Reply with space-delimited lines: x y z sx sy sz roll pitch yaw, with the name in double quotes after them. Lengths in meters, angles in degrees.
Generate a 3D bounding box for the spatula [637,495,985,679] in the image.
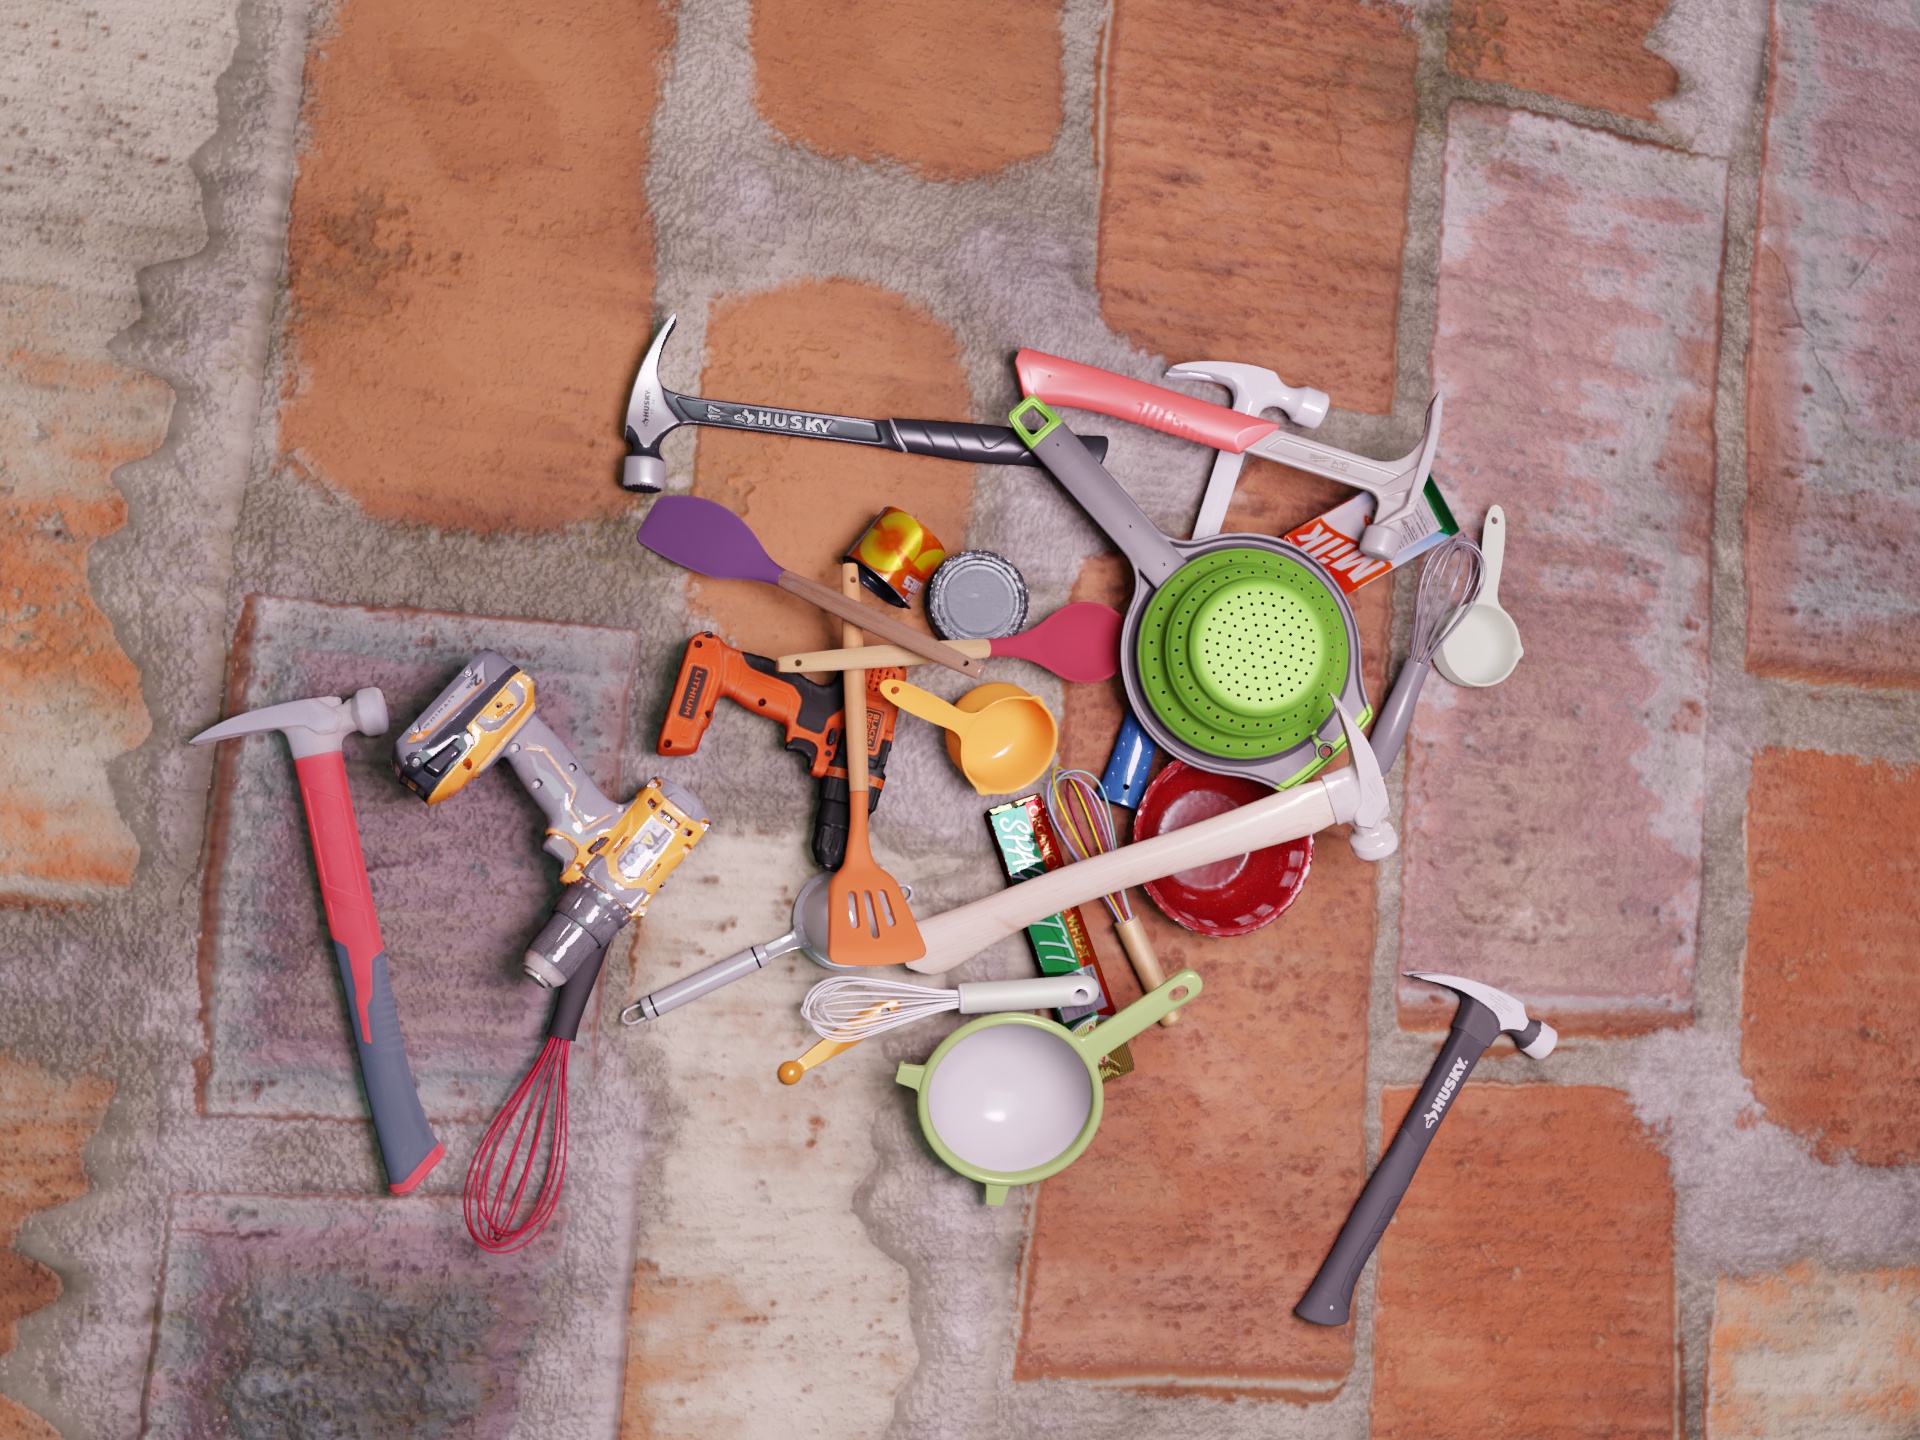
-0.120 -0.106 1.274 0.316 0.018 0.060 27 81 15 "spatula"

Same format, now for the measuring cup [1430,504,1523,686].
0.469 -0.111 1.442 0.083 0.038 0.168 11 82 -11 "measuring cup"

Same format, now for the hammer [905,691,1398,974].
0.140 0.109 1.283 0.410 0.038 0.146 -20 117 6 "hammer"

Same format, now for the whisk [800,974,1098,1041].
-0.008 0.229 1.303 0.246 0.059 0.057 -3 106 -7 "whisk"

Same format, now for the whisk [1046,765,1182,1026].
0.134 0.148 1.356 0.051 0.047 0.245 -26 96 -5 "whisk"

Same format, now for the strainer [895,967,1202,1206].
0.082 0.270 1.301 0.256 0.069 0.151 -34 103 4 "strainer"

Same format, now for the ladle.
-0.001 -0.056 1.297 0.315 0.031 0.069 -5 89 -26 "ladle"

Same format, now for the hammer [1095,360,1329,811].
0.194 -0.121 1.382 0.144 0.035 0.405 19 84 -4 "hammer"

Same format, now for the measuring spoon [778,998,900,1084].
-0.099 0.264 1.313 0.117 0.011 0.021 -31 93 -12 "measuring spoon"

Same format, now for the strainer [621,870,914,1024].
-0.155 0.189 1.294 0.258 0.050 0.087 -25 76 -9 "strainer"

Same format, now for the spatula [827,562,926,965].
-0.078 0.032 1.262 0.081 0.041 0.323 0 82 -23 "spatula"

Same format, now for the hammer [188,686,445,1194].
-0.481 0.176 1.228 0.143 0.038 0.386 -12 89 -11 "hammer"

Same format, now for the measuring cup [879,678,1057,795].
-0.002 -0.004 1.303 0.173 0.052 0.095 26 100 -29 "measuring cup"

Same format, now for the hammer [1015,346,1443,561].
0.221 -0.259 1.352 0.359 0.036 0.149 19 86 5 "hammer"

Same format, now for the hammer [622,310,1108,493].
-0.073 -0.247 1.341 0.409 0.036 0.149 4 84 -12 "hammer"

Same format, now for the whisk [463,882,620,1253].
-0.320 0.268 1.247 0.073 0.073 0.296 17 77 -10 "whisk"

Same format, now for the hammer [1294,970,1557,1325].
0.386 0.376 1.394 0.146 0.035 0.335 34 81 -8 "hammer"

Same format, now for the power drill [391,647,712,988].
-0.332 0.078 1.229 0.226 0.084 0.185 40 66 -9 "power drill"

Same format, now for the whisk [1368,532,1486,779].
0.402 -0.050 1.398 0.055 0.055 0.239 17 101 -10 "whisk"

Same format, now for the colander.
0.181 -0.118 1.295 0.204 0.094 0.397 -42 89 -2 "colander"
